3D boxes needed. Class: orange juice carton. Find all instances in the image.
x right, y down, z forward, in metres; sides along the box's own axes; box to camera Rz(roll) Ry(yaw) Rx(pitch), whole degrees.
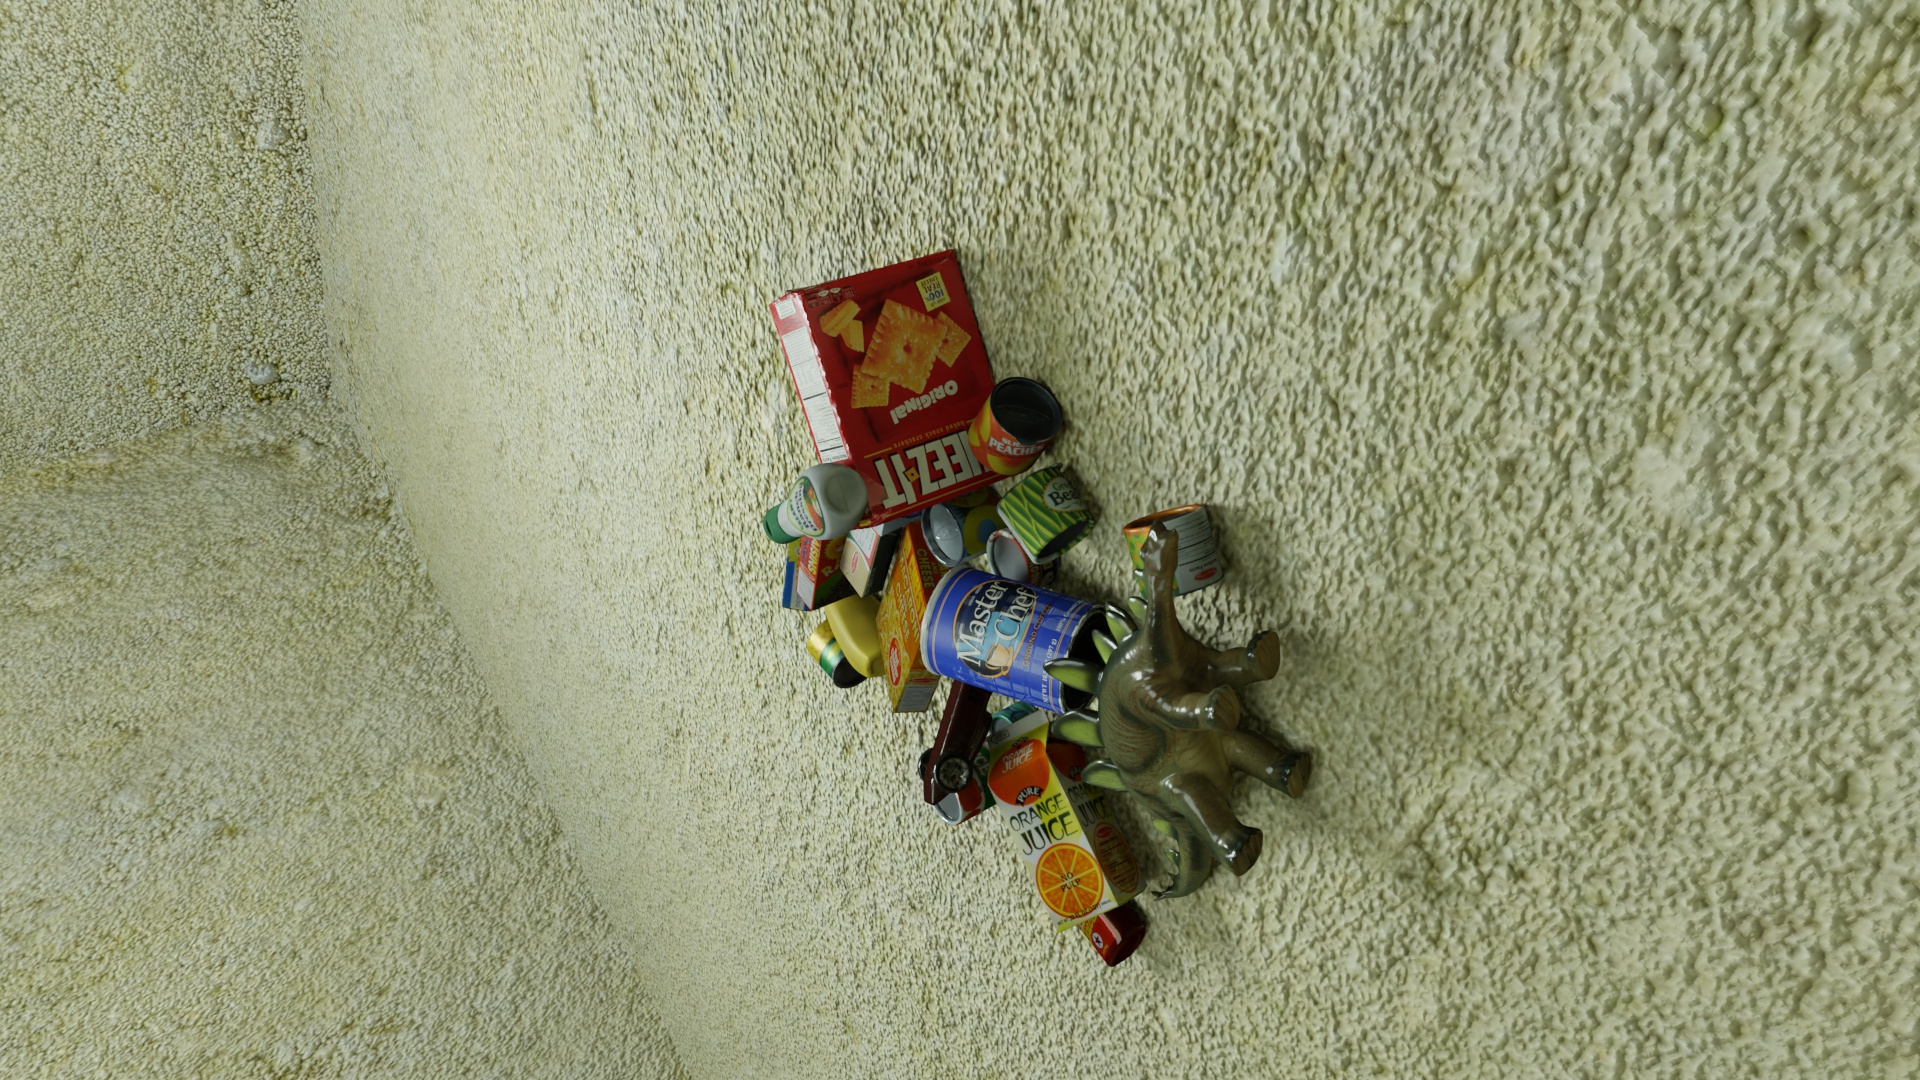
[{"bbox_3d":[0.092,0.257,1.302,0.071,0.073,0.193,-33,75,26],"label":"orange juice carton"}]

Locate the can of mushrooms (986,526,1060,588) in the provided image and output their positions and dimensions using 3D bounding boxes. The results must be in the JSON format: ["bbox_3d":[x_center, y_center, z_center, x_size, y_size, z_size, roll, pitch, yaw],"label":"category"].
[{"bbox_3d":[0.057,0.017,1.277,0.071,0.033,0.070,33,134,44],"label":"can of mushrooms"}]

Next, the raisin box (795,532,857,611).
[{"bbox_3d":[-0.130,0.011,1.505,0.040,0.086,0.122,48,143,32],"label":"raisin box"}]

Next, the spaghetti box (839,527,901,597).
[{"bbox_3d":[-0.078,-0.041,1.394,0.050,0.029,0.248,51,143,28],"label":"spaghetti box"}]

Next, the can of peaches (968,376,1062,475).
[{"bbox_3d":[0.046,-0.096,1.192,0.071,0.071,0.057,58,148,15],"label":"can of peaches"}]

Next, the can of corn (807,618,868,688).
[{"bbox_3d":[-0.133,0.125,1.601,0.058,0.071,0.070,43,141,35],"label":"can of corn"}]

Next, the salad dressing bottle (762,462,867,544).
[{"bbox_3d":[-0.130,-0.027,1.208,0.147,0.044,0.064,-22,88,60],"label":"salad dressing bottle"}]

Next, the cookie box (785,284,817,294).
[{"bbox_3d":[-0.138,-0.170,1.407,0.123,0.040,0.167,-127,25,-73],"label":"cookie box"}]

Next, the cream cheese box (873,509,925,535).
[{"bbox_3d":[-0.039,-0.047,1.316,0.024,0.104,0.053,45,143,26],"label":"cream cheese box"}]

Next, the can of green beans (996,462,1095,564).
[{"bbox_3d":[0.074,-0.021,1.197,0.058,0.071,0.071,55,146,19],"label":"can of green beans"}]

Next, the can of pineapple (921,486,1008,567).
[{"bbox_3d":[0.005,-0.016,1.312,0.071,0.058,0.070,33,134,43],"label":"can of pineapple"}]

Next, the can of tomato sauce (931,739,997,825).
[{"bbox_3d":[0.014,0.245,1.432,0.071,0.083,0.070,34,135,42],"label":"can of tomato sauce"}]

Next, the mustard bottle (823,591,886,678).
[{"bbox_3d":[-0.118,0.085,1.559,0.161,0.065,0.048,52,152,41],"label":"mustard bottle"}]

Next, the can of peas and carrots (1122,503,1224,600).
[{"bbox_3d":[0.163,0.009,1.080,0.071,0.071,0.058,-5,103,57],"label":"can of peas and carrots"}]

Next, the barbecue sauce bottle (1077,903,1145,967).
[{"bbox_3d":[0.118,0.345,1.372,0.149,0.044,0.064,47,144,31],"label":"barbecue sauce bottle"}]

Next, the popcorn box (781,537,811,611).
[{"bbox_3d":[-0.175,0.008,1.576,0.085,0.038,0.126,-84,5,-47],"label":"popcorn box"}]

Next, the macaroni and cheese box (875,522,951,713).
[{"bbox_3d":[-0.044,0.080,1.421,0.165,0.040,0.124,111,153,-47],"label":"macaroni and cheese box"}]

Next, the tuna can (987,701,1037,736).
[{"bbox_3d":[0.059,0.195,1.381,0.071,0.033,0.070,34,135,42],"label":"tuna can"}]
